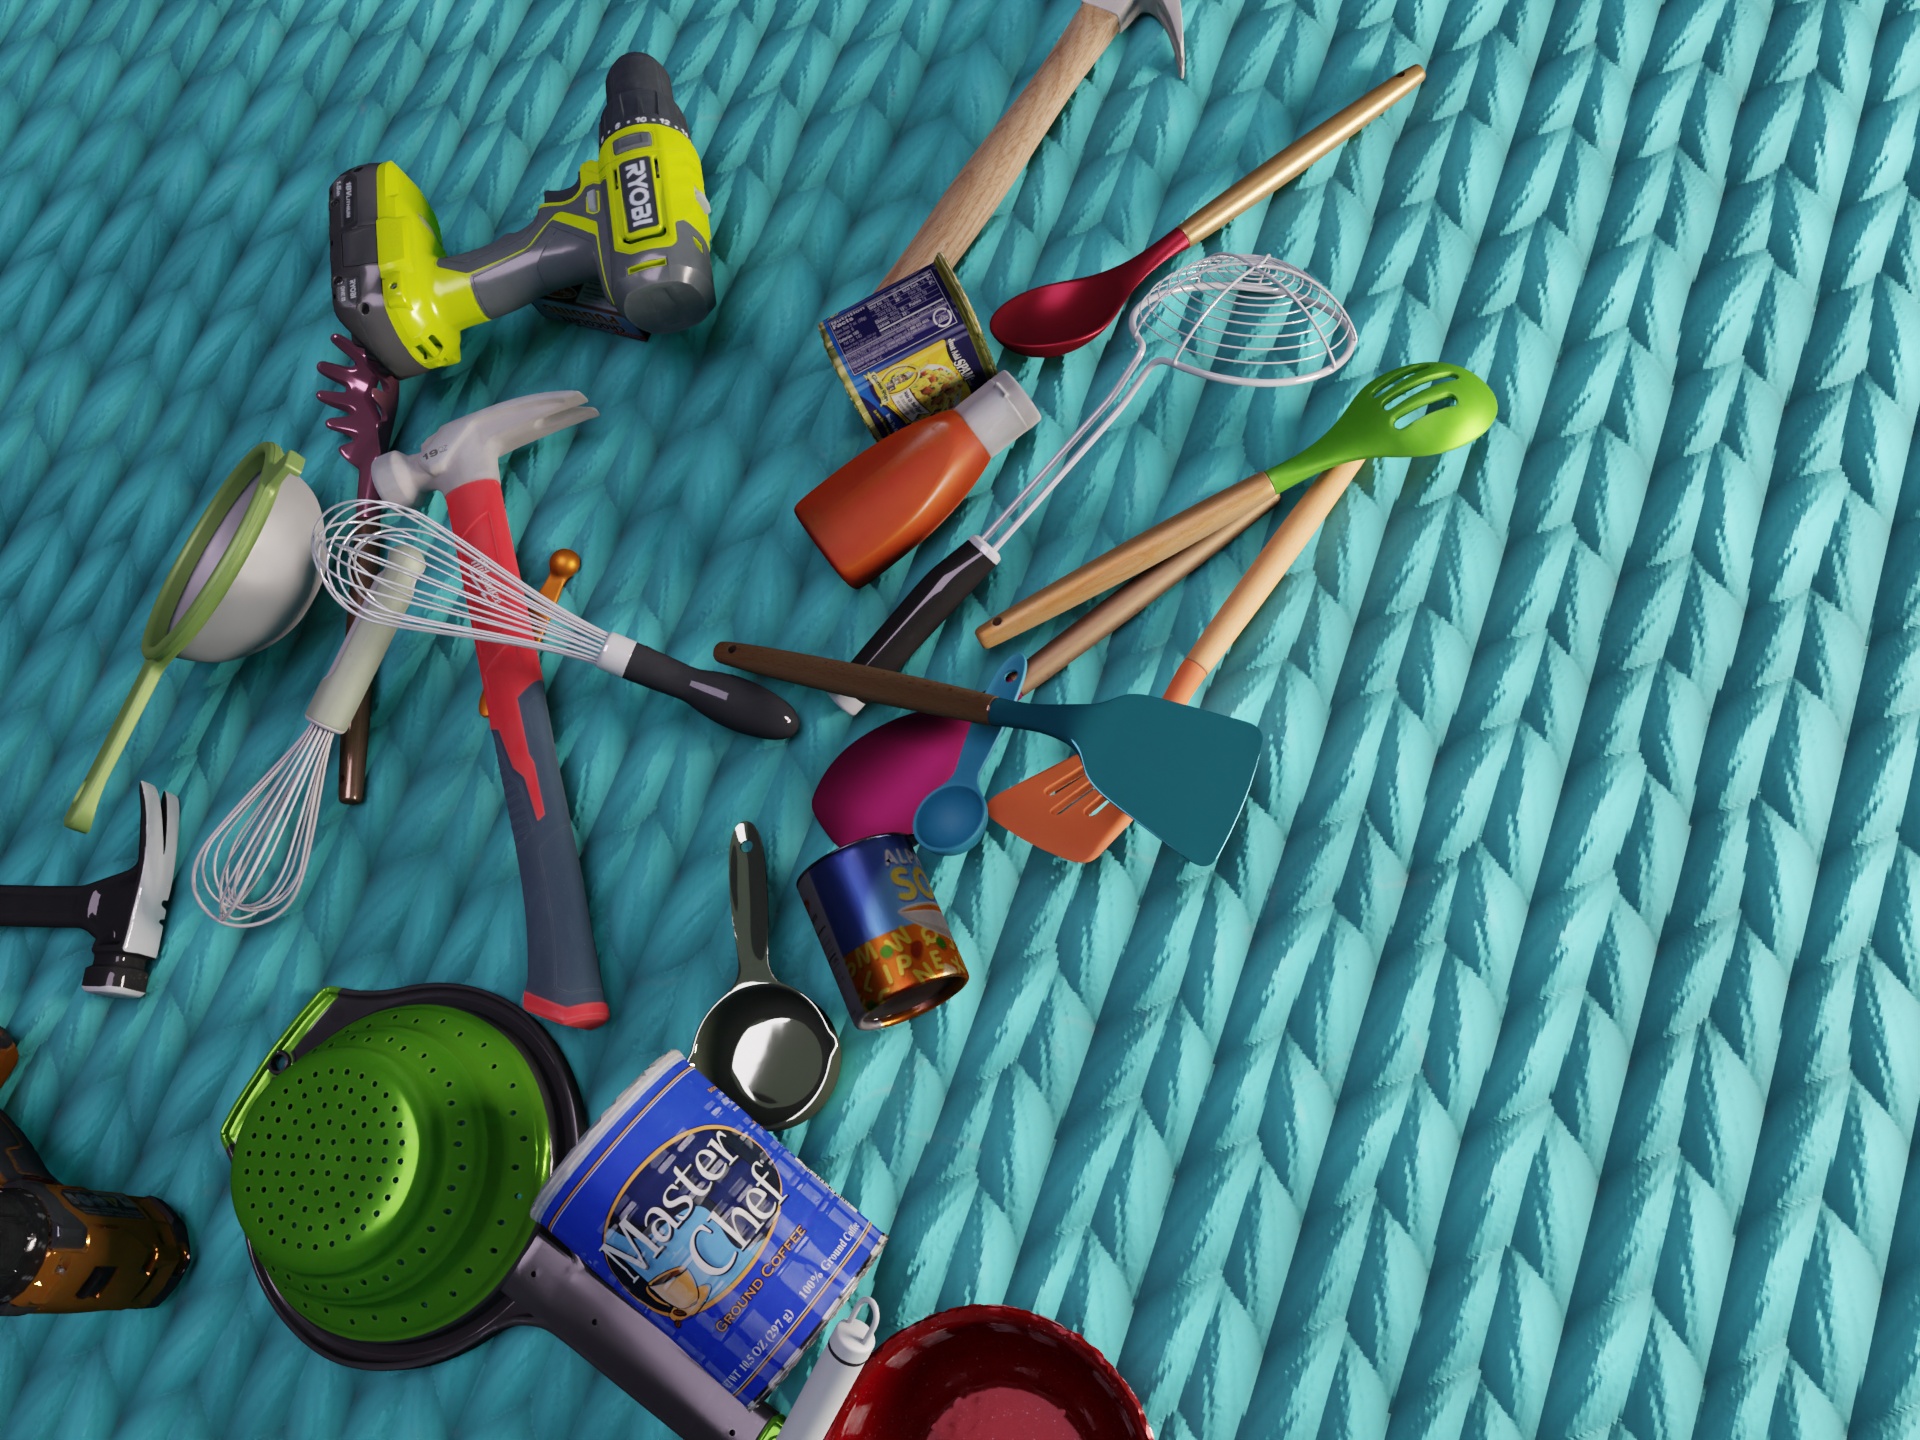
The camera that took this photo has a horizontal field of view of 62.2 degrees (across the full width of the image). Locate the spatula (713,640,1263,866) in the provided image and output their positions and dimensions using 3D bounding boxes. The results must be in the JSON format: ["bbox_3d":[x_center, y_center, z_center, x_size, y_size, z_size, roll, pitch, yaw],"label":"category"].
[{"bbox_3d":[-0.001,-0.003,0.851,0.318,0.044,0.082,13,66,28],"label":"spatula"}]

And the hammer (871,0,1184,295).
[{"bbox_3d":[0.030,-0.359,1.006,0.130,0.031,0.331,30,79,20],"label":"hammer"}]

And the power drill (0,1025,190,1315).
[{"bbox_3d":[-0.538,0.229,0.836,0.226,0.185,0.084,31,81,23],"label":"power drill"}]

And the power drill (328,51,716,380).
[{"bbox_3d":[-0.270,-0.316,0.997,0.228,0.080,0.191,-13,69,6],"label":"power drill"}]

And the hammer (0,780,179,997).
[{"bbox_3d":[-0.642,0.104,0.980,0.337,0.034,0.127,-1,71,11],"label":"hammer"}]

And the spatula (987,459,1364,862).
[{"bbox_3d":[0.139,-0.053,0.869,0.081,0.041,0.322,27,75,44],"label":"spatula"}]

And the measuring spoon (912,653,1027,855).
[{"bbox_3d":[0.013,0.020,0.862,0.042,0.021,0.129,6,58,32],"label":"measuring spoon"}]

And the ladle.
[{"bbox_3d":[0.154,-0.308,0.964,0.315,0.031,0.069,-35,48,-5],"label":"ladle"}]

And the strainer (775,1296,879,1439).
[{"bbox_3d":[-0.088,0.359,0.725,0.087,0.050,0.258,48,119,45],"label":"strainer"}]

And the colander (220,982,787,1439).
[{"bbox_3d":[-0.240,0.270,0.804,0.397,0.094,0.204,29,79,20],"label":"colander"}]

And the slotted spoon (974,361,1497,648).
[{"bbox_3d":[0.148,-0.117,0.878,0.314,0.031,0.070,-28,51,4],"label":"slotted spoon"}]

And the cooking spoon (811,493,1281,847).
[{"bbox_3d":[0.051,-0.035,0.893,0.319,0.017,0.069,-37,63,-3],"label":"cooking spoon"}]

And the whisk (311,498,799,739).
[{"bbox_3d":[-0.222,-0.050,0.888,0.284,0.070,0.070,22,75,-10],"label":"whisk"}]

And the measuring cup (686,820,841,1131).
[{"bbox_3d":[-0.106,0.137,0.856,0.083,0.038,0.168,-11,67,8],"label":"measuring cup"}]

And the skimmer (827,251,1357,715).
[{"bbox_3d":[0.070,-0.129,0.914,0.363,0.090,0.127,-47,50,5],"label":"skimmer"}]

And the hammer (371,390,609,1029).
[{"bbox_3d":[-0.244,-0.012,0.928,0.143,0.038,0.387,-20,70,6],"label":"hammer"}]

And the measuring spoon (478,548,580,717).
[{"bbox_3d":[-0.265,-0.055,0.969,0.021,0.011,0.117,20,76,18],"label":"measuring spoon"}]

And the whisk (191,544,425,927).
[{"bbox_3d":[-0.376,0.008,0.930,0.059,0.058,0.246,26,88,-16],"label":"whisk"}]

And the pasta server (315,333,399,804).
[{"bbox_3d":[-0.380,-0.102,0.997,0.060,0.040,0.316,-18,67,36],"label":"pasta server"}]

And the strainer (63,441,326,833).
[{"bbox_3d":[-0.451,-0.042,0.963,0.151,0.069,0.256,9,73,54],"label":"strainer"}]
